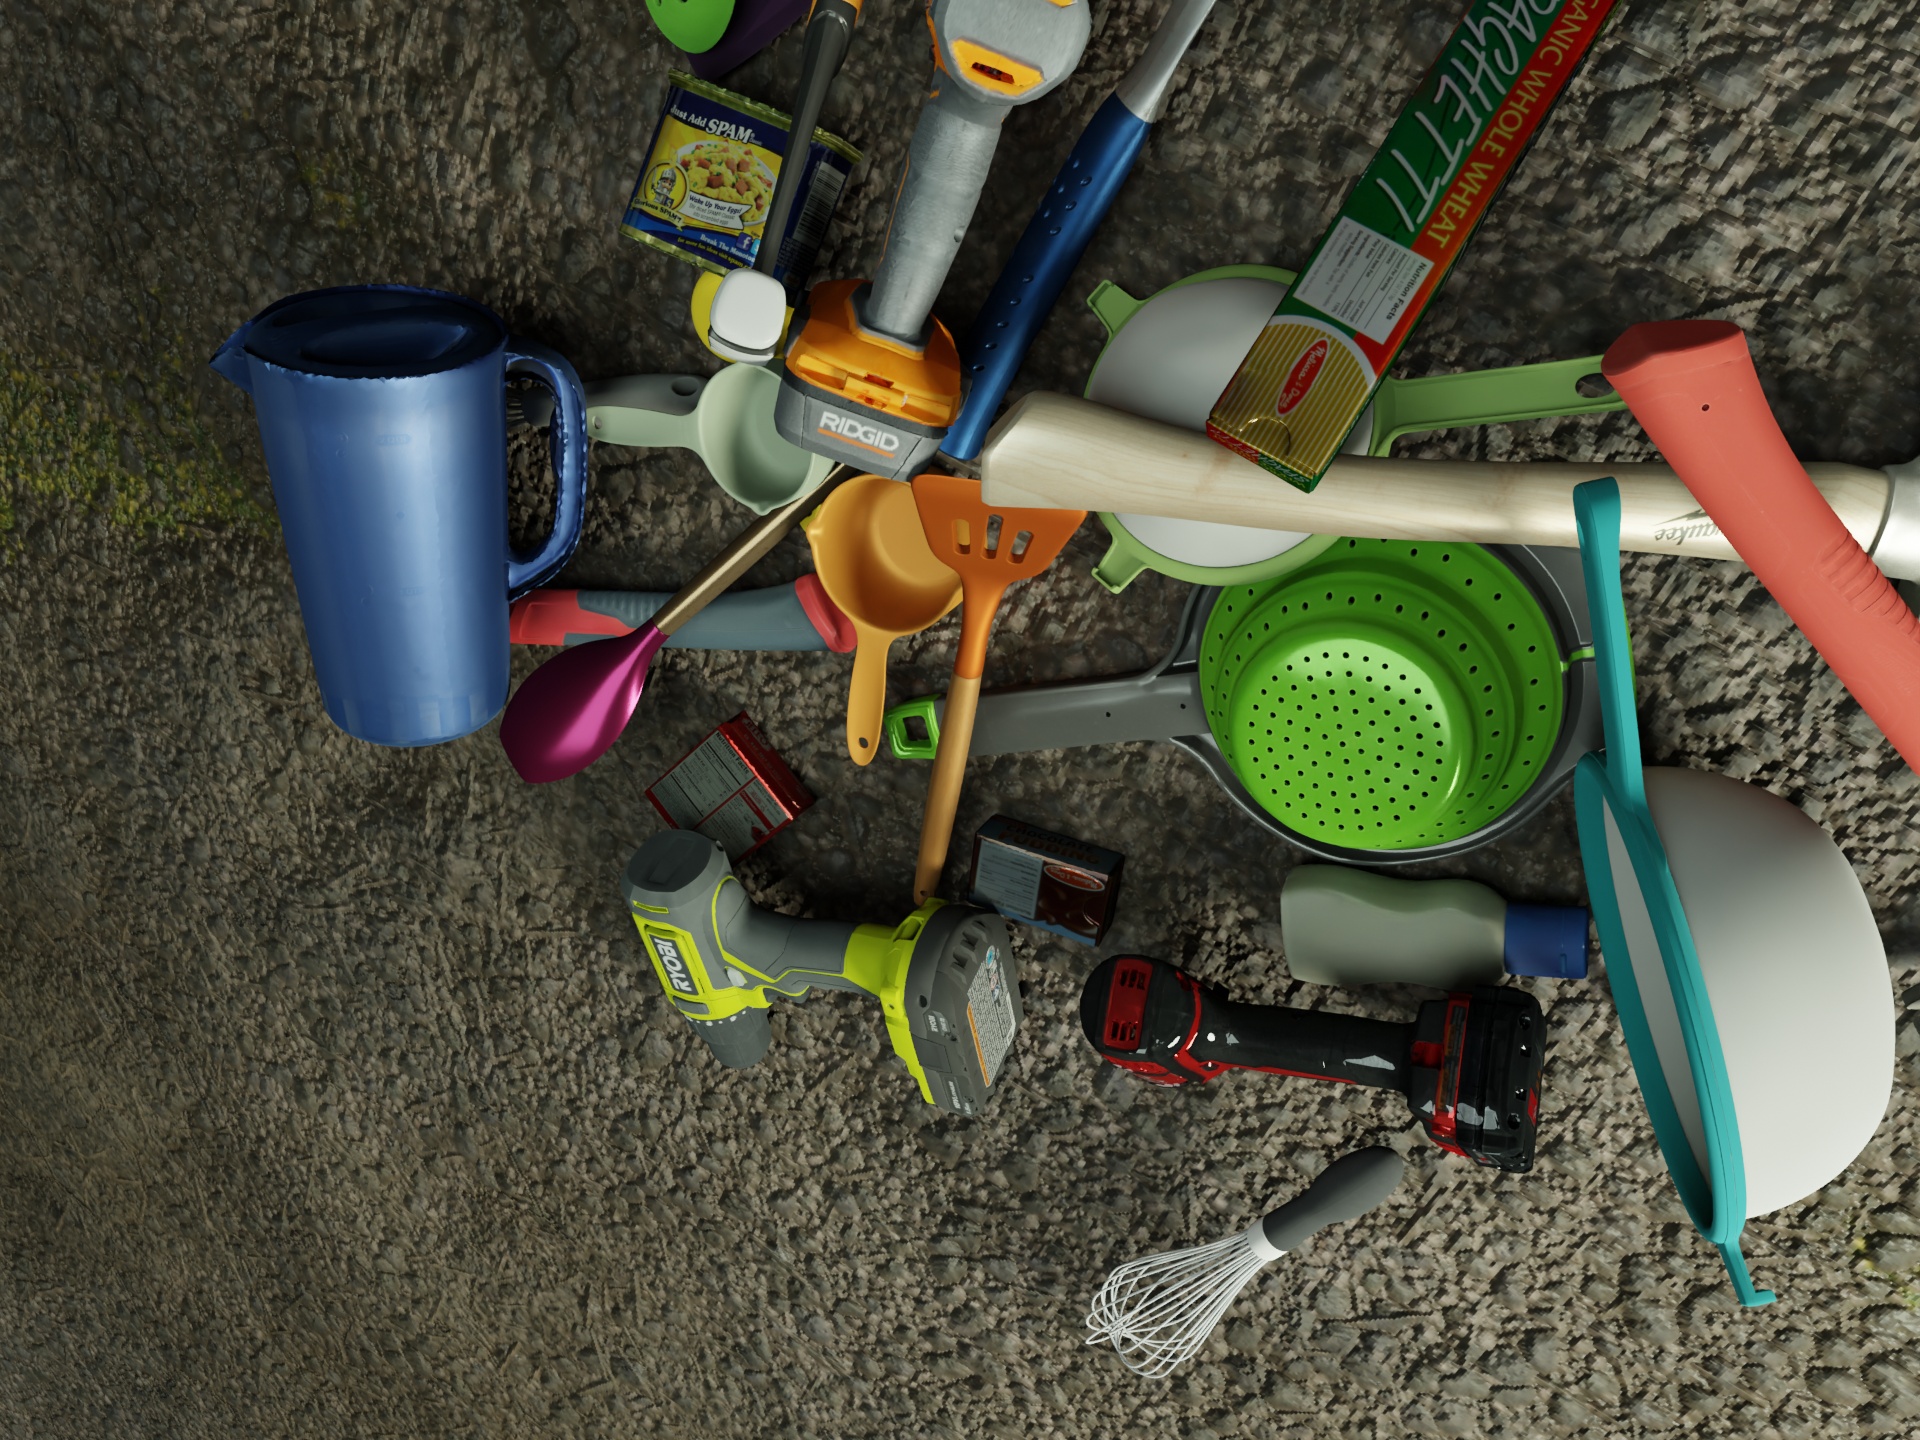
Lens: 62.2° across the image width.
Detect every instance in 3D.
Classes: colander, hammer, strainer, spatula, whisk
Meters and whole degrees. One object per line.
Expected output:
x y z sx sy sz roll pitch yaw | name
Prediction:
0.120 0.001 0.794 0.397 0.094 0.204 -6 109 28 | colander
0.369 -0.016 0.645 0.149 0.037 0.359 -37 108 29 | hammer
0.317 0.052 0.649 0.095 0.211 0.340 -12 115 13 | strainer
-0.052 -0.323 0.703 0.034 0.127 0.337 16 96 -11 | hammer
-0.021 -0.399 0.733 0.316 0.018 0.060 -21 96 32 | spatula
-0.234 -0.049 0.980 0.386 0.038 0.143 4 114 25 | hammer
-0.246 -0.185 0.925 0.239 0.055 0.055 1 112 20 | whisk
0.159 0.307 0.910 0.070 0.070 0.284 42 132 4 | whisk
0.080 -0.285 0.702 0.405 0.035 0.144 -56 51 38 | hammer
-0.001 -0.003 0.825 0.081 0.041 0.322 10 133 -1 | spatula
0.162 -0.140 0.697 0.256 0.069 0.151 -2 87 26 | strainer
0.214 -0.084 0.671 0.410 0.038 0.146 5 118 4 | hammer

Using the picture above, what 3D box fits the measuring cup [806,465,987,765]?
-0.035 -0.059 0.871 0.095 0.052 0.173 20 121 17 | measuring cup

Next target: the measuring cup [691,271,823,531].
-0.105 -0.174 0.866 0.062 0.029 0.156 -7 107 28 | measuring cup

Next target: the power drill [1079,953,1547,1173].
0.182 0.171 0.822 0.220 0.143 0.079 5 72 24 | power drill

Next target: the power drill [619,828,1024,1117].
-0.084 0.164 0.965 0.228 0.080 0.190 9 135 23 | power drill

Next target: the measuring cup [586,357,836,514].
-0.136 -0.160 0.859 0.168 0.038 0.083 11 116 31 | measuring cup

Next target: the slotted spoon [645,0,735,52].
-0.087 -0.463 0.727 0.070 0.031 0.313 42 121 25 | slotted spoon

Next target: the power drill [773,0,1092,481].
-0.012 -0.240 0.713 0.084 0.164 0.226 18 119 -12 | power drill

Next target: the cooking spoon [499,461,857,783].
-0.151 -0.070 0.897 0.319 0.017 0.069 -38 75 19 | cooking spoon
